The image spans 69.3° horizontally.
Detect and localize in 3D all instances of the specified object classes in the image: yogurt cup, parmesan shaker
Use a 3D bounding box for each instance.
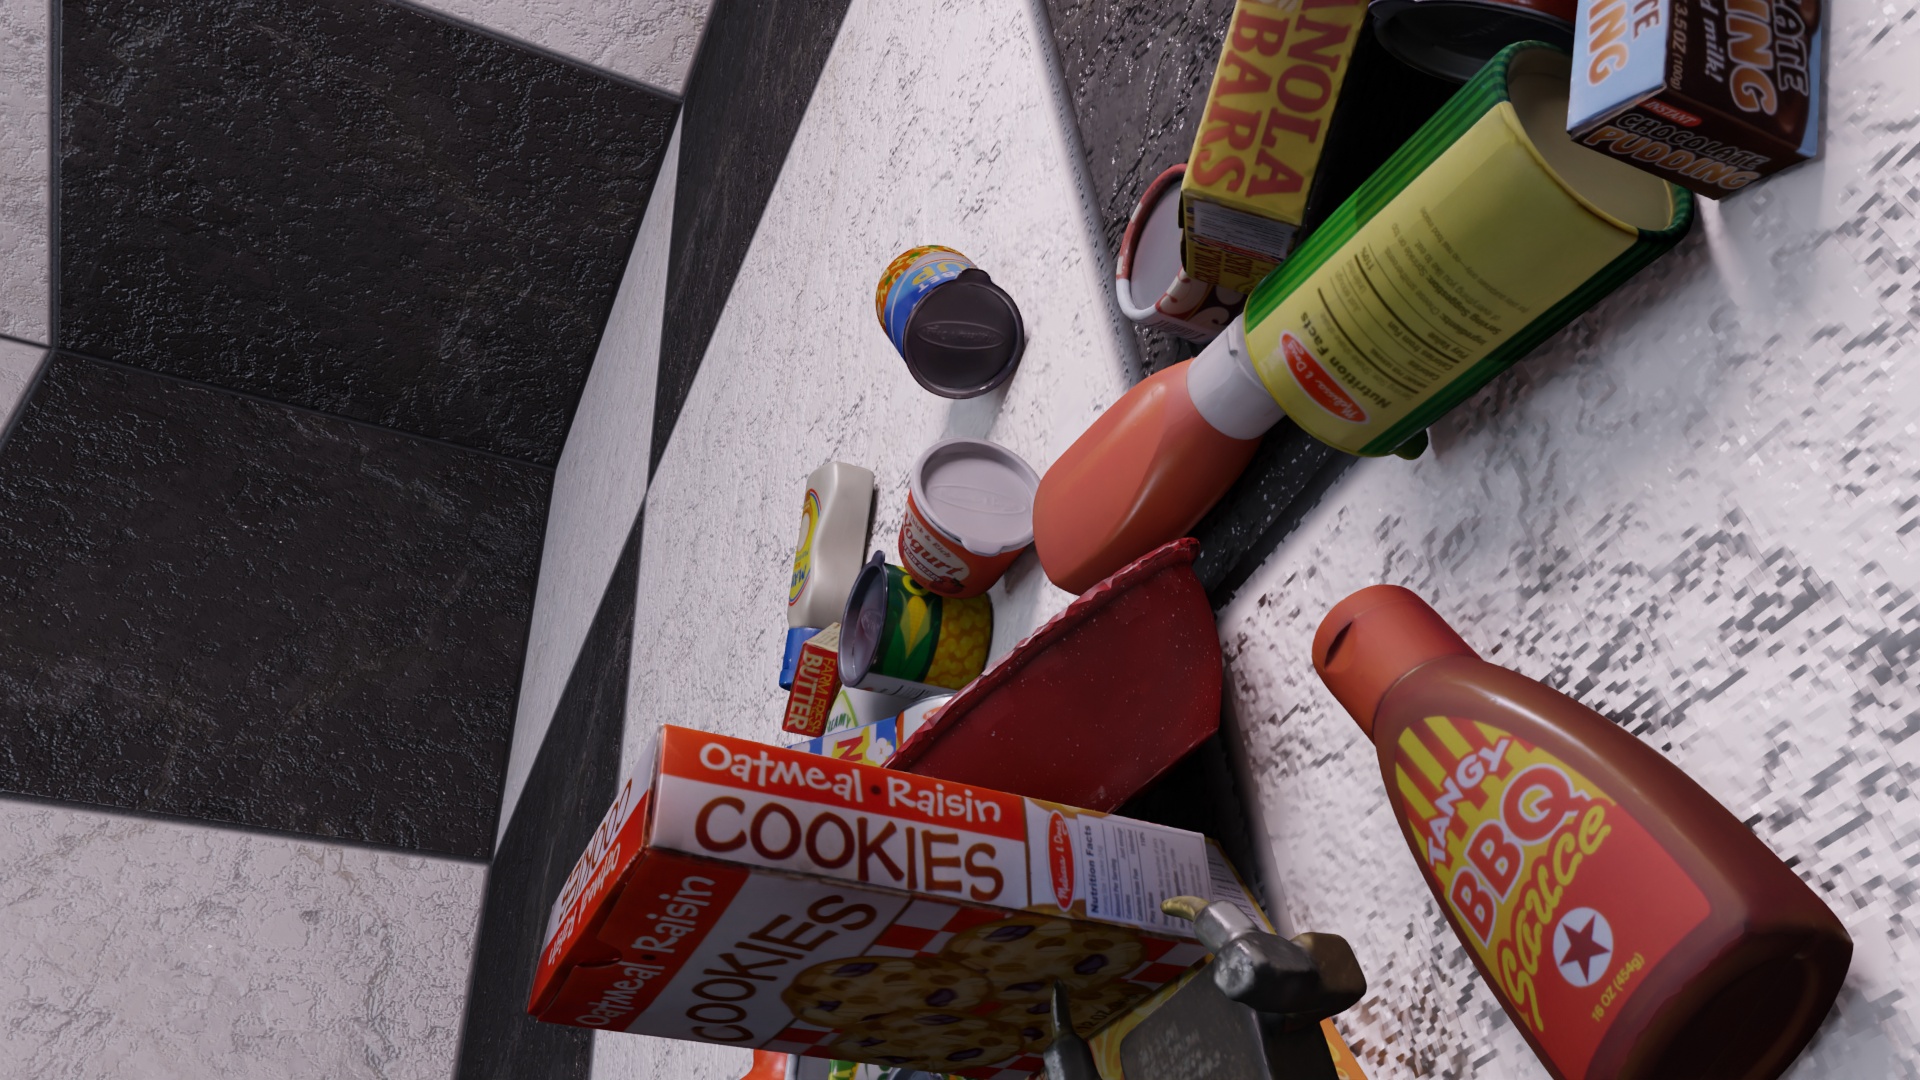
[{"bbox_3d":[0.002,-0.008,0.674,0.053,0.072,0.073,117,157,-49],"label":"yogurt cup"},{"bbox_3d":[0.137,-0.075,0.381,0.102,0.071,0.071,-45,37,51],"label":"parmesan shaker"}]

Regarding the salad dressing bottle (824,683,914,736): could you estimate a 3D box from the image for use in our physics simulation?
[{"bbox_3d":[-0.047,0.092,0.757,0.064,0.044,0.148,-7,70,62],"label":"salad dressing bottle"}]

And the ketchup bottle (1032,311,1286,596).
[{"bbox_3d":[0.079,-0.035,0.523,0.148,0.043,0.065,134,143,-51],"label":"ketchup bottle"}]

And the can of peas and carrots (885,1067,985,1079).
[{"bbox_3d":[0.006,0.228,0.520,0.070,0.059,0.071,-48,35,49],"label":"can of peas and carrots"}]

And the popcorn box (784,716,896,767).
[{"bbox_3d":[-0.045,0.152,0.668,0.085,0.038,0.127,-17,53,24],"label":"popcorn box"}]

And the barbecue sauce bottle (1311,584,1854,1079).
[{"bbox_3d":[0.132,0.062,0.330,0.149,0.044,0.064,-115,44,-59],"label":"barbecue sauce bottle"}]

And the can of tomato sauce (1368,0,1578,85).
[{"bbox_3d":[0.157,-0.176,0.383,0.071,0.071,0.083,-153,79,-68],"label":"can of tomato sauce"}]

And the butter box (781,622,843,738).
[{"bbox_3d":[-0.079,0.081,0.818,0.103,0.024,0.053,-33,-42,-85],"label":"butter box"}]

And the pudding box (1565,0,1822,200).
[{"bbox_3d":[0.177,-0.130,0.332,0.030,0.050,0.084,161,122,-66],"label":"pudding box"}]

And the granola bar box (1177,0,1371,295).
[{"bbox_3d":[0.112,-0.172,0.455,0.124,0.039,0.165,6,-79,-81],"label":"granola bar box"}]

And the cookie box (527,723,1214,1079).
[{"bbox_3d":[-0.029,0.116,0.413,0.122,0.167,0.040,127,151,-43],"label":"cookie box"}]

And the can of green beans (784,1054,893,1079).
[{"bbox_3d":[-0.043,0.244,0.630,0.071,0.058,0.071,-165,89,-69],"label":"can of green beans"}]

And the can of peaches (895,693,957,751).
[{"bbox_3d":[0.006,0.105,0.593,0.071,0.071,0.058,133,144,-51],"label":"can of peaches"}]

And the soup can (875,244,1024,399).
[{"bbox_3d":[-0.007,-0.125,0.764,0.084,0.071,0.071,-120,48,-61],"label":"soup can"}]

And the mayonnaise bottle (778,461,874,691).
[{"bbox_3d":[-0.089,0.026,0.908,0.064,0.041,0.148,151,130,-62],"label":"mayonnaise bottle"}]

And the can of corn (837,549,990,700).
[{"bbox_3d":[-0.023,0.045,0.708,0.071,0.058,0.071,-165,89,-69],"label":"can of corn"}]

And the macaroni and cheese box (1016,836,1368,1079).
[{"bbox_3d":[0.068,0.186,0.415,0.123,0.040,0.167,-67,23,19],"label":"macaroni and cheese box"}]

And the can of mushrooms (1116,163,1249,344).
[{"bbox_3d":[0.093,-0.117,0.556,0.071,0.033,0.071,-165,89,-70],"label":"can of mushrooms"}]
